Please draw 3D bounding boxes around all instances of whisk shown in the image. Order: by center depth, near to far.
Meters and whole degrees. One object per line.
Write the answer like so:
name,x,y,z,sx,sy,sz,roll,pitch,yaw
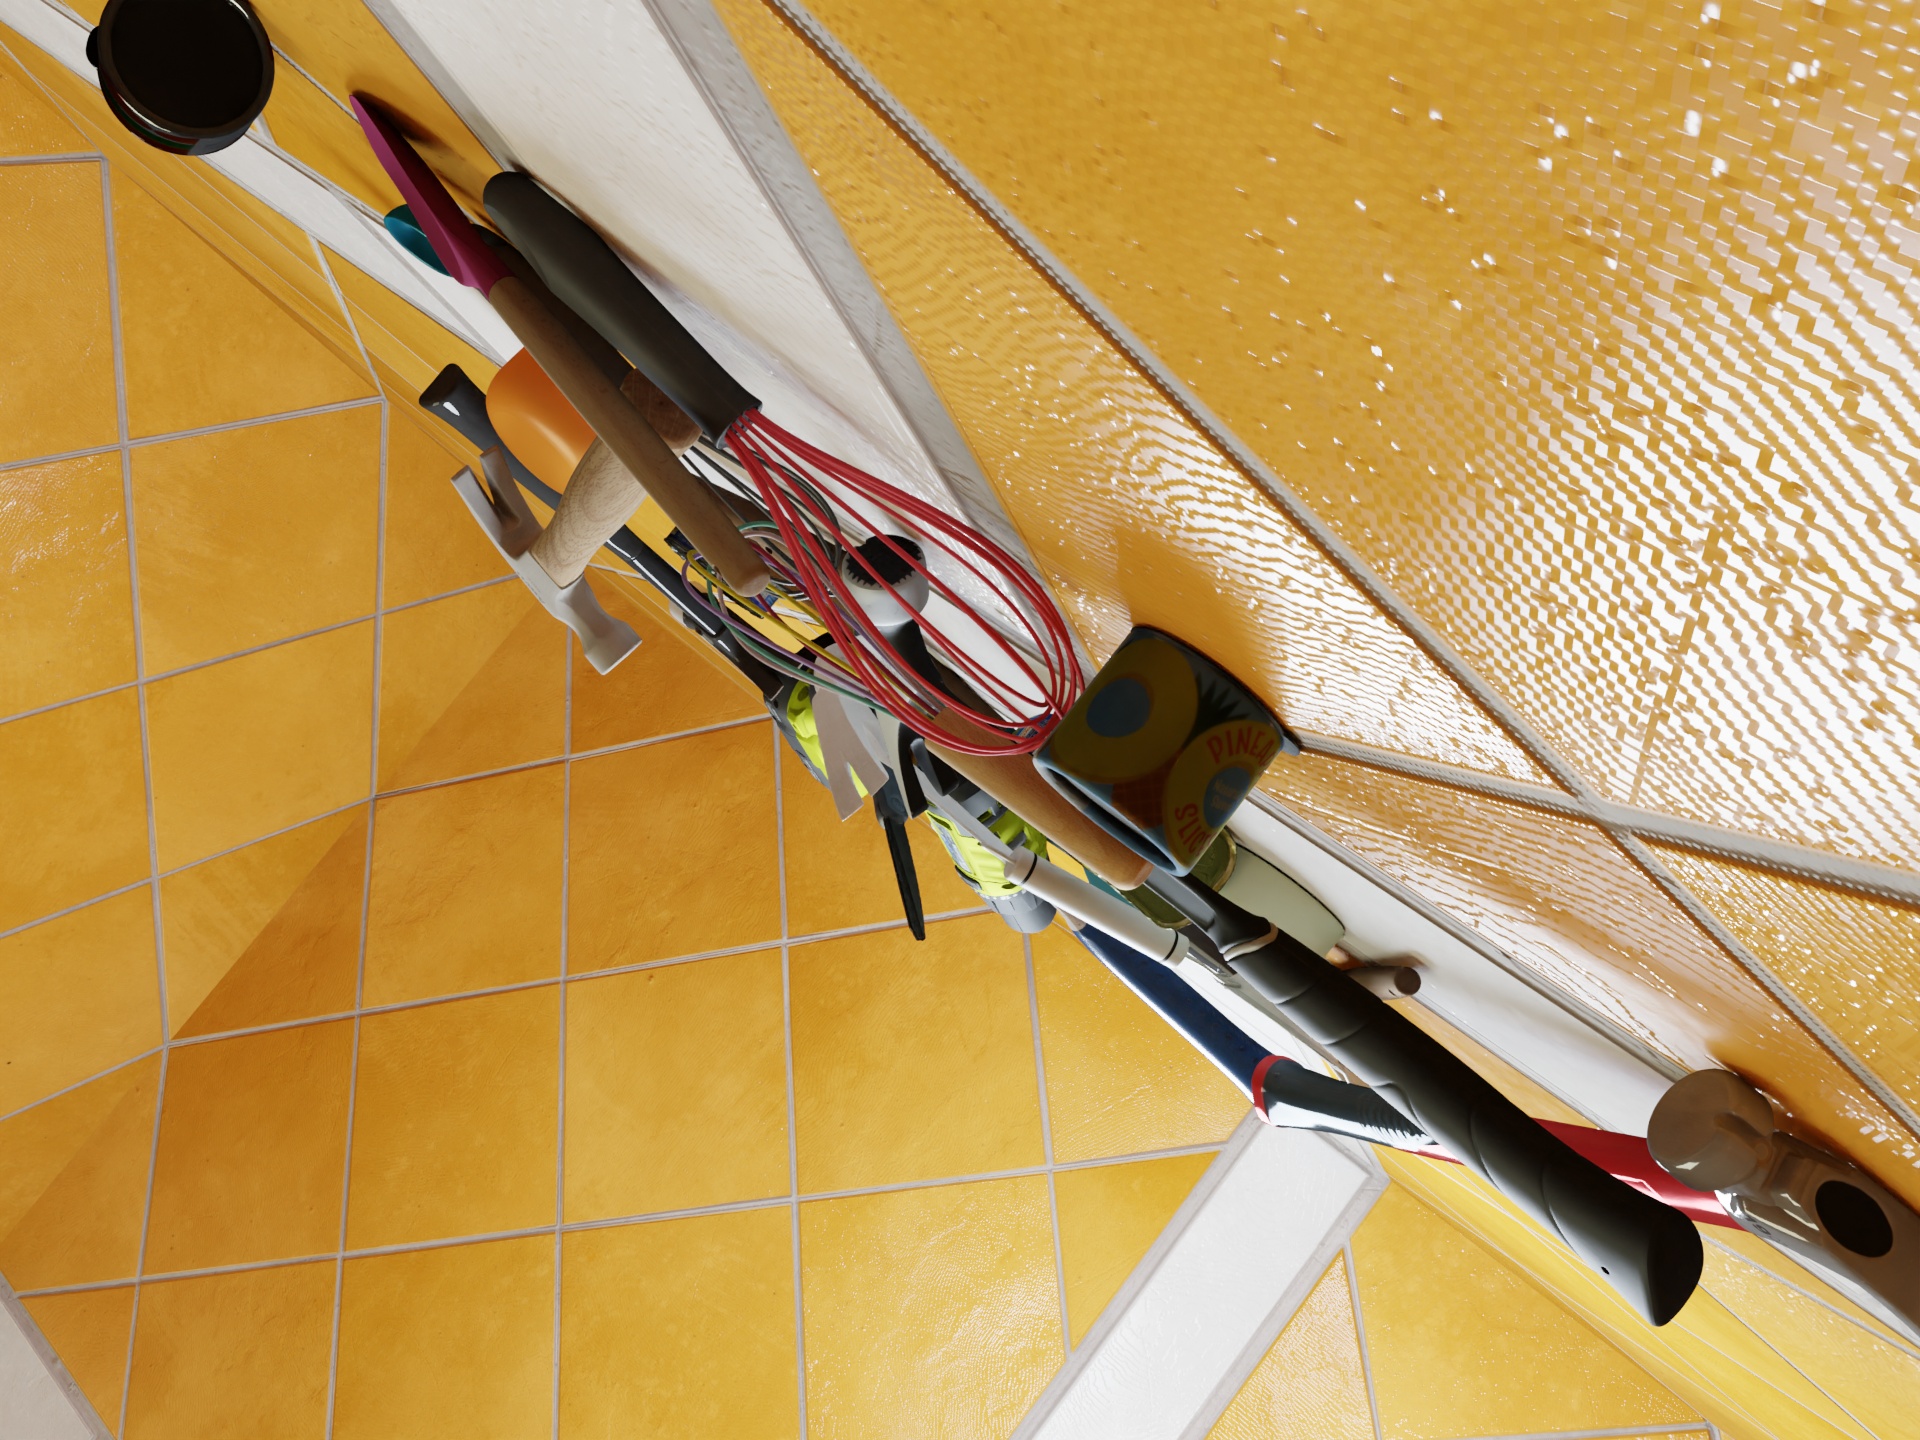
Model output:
whisk,-0.067,-0.093,0.577,0.296,0.073,0.073,44,174,2
whisk,-0.020,-0.010,0.632,0.245,0.051,0.047,36,164,26
whisk,-0.139,-0.139,0.721,0.239,0.055,0.055,44,174,-3

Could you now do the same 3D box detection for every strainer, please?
strainer,0.121,0.124,0.847,0.258,0.050,0.087,29,180,-14

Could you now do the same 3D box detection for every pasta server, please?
pasta server,-0.145,-0.134,0.876,0.316,0.040,0.060,29,170,34

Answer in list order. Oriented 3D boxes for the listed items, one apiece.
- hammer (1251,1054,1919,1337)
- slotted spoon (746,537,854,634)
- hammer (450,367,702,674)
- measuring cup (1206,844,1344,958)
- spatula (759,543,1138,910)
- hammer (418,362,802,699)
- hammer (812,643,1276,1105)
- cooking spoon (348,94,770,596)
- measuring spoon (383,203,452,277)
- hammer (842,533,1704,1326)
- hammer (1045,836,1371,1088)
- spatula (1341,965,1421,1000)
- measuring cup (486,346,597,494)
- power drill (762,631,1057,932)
hammer,0.239,0.190,0.682,0.143,0.038,0.386,38,165,-8
slotted spoon,-0.153,-0.121,1.005,0.314,0.031,0.070,34,172,24
hammer,-0.176,-0.102,0.754,0.130,0.031,0.331,49,158,-9
measuring cup,0.142,0.099,0.838,0.083,0.038,0.167,39,172,-6
spatula,-0.001,-0.003,0.905,0.317,0.044,0.082,40,145,1
hammer,-0.221,-0.118,1.022,0.146,0.035,0.334,37,175,36
hammer,0.063,0.115,0.951,0.405,0.035,0.144,42,-163,-22
cooking spoon,-0.163,-0.151,0.613,0.319,0.017,0.068,49,164,28
measuring spoon,-0.215,-0.213,0.758,0.128,0.021,0.042,29,167,5
hammer,0.096,0.079,0.618,0.409,0.036,0.149,38,151,32
hammer,0.178,0.159,1.046,0.331,0.033,0.128,38,-179,24
spatula,0.211,0.143,0.871,0.060,0.018,0.315,40,175,9
measuring cup,-0.230,-0.183,0.814,0.173,0.052,0.095,47,158,-26
power drill,-0.026,0.047,1.119,0.229,0.080,0.190,35,161,40
